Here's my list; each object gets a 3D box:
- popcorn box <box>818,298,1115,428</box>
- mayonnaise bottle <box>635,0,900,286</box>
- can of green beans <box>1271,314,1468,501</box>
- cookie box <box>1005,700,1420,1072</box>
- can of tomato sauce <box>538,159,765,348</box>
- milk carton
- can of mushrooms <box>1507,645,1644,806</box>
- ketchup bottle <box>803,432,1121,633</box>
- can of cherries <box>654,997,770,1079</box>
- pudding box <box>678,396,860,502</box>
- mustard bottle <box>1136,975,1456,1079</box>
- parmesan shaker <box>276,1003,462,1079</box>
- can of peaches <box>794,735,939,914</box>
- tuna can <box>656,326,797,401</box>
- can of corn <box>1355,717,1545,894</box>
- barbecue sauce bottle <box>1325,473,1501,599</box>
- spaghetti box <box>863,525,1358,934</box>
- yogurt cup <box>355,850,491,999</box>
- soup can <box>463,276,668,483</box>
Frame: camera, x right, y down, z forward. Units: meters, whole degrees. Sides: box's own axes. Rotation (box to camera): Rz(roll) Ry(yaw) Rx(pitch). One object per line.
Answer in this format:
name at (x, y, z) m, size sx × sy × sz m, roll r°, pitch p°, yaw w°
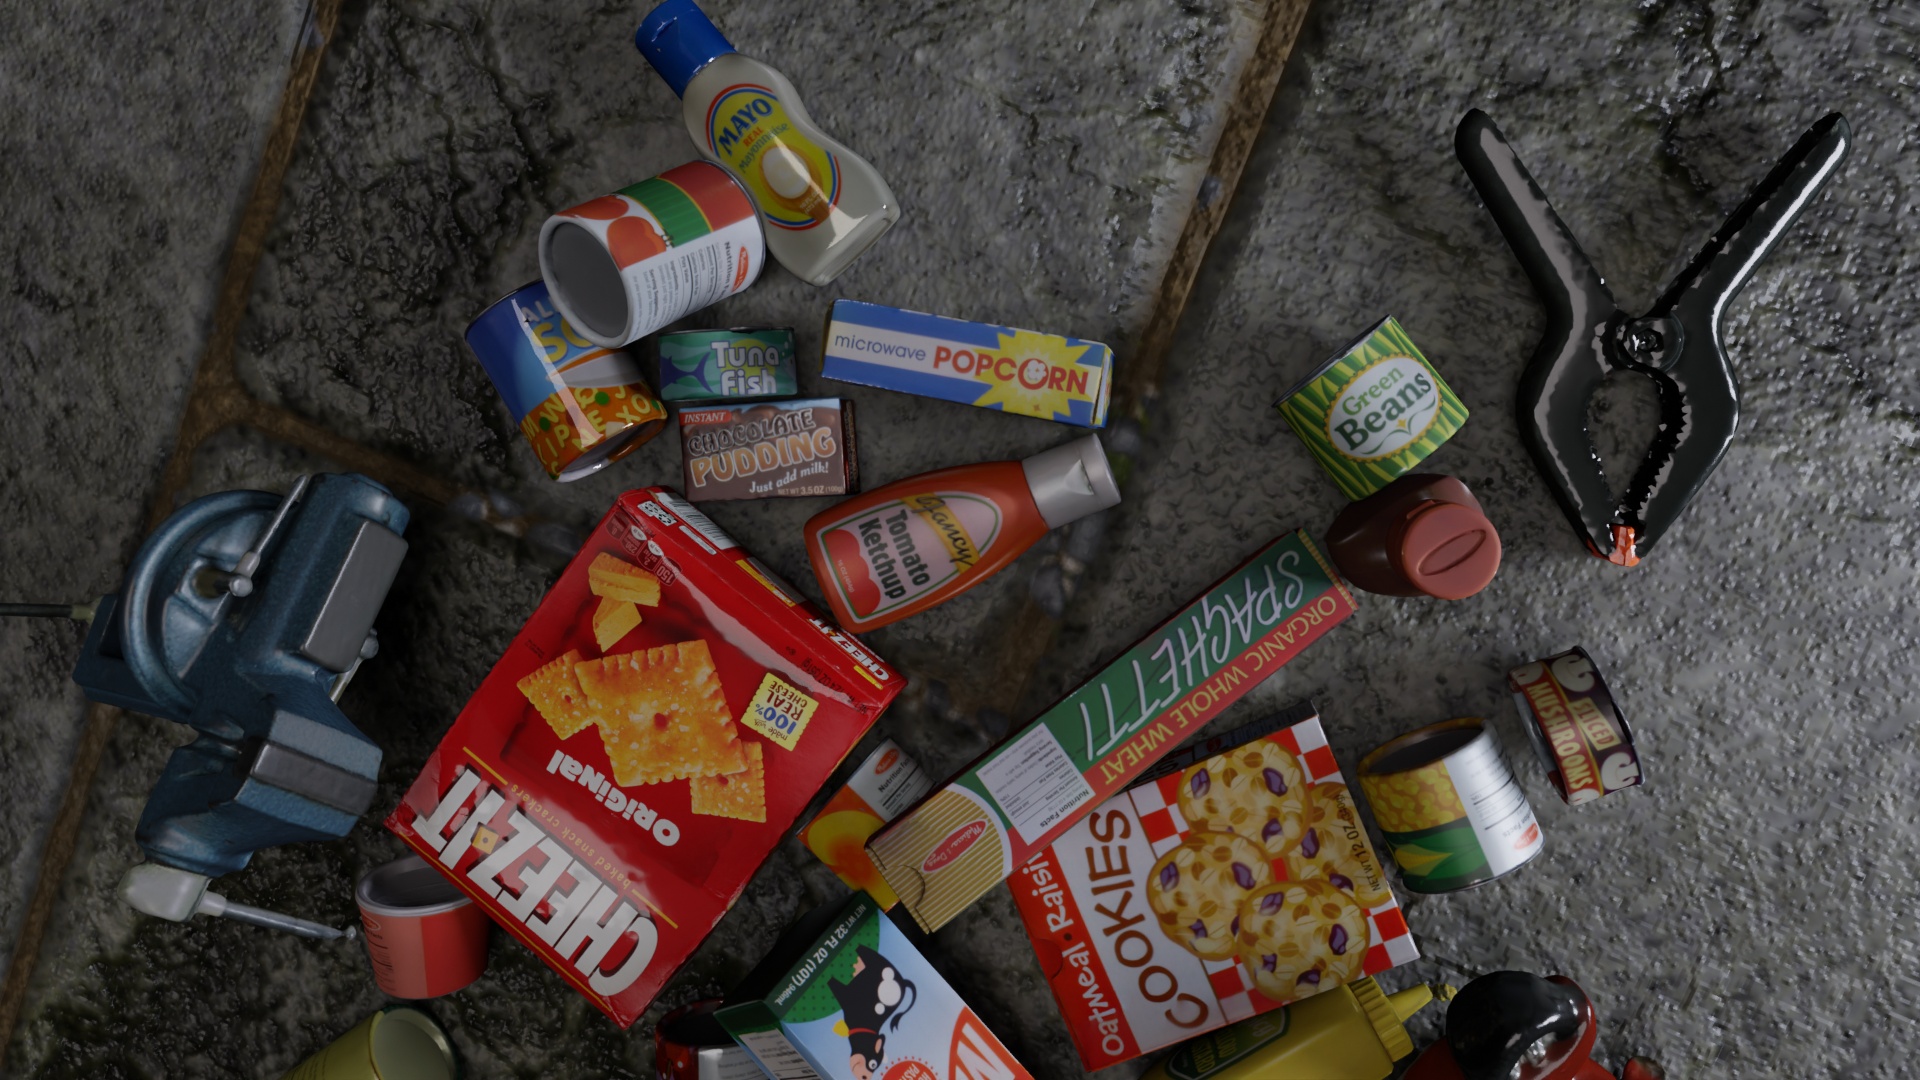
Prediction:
popcorn box at (0.006, -0.081, 0.644) m, size 0.127 × 0.085 × 0.038 m, roll 11°, pitch 95°, yaw 8°
mayonnaise bottle at (-0.098, -0.197, 0.675) m, size 0.064 × 0.041 × 0.148 m, roll -41°, pitch 88°, yaw 11°
can of green beans at (0.185, -0.059, 0.628) m, size 0.071 × 0.071 × 0.058 m, roll -39°, pitch 88°, yaw 9°
cookie box at (0.115, 0.166, 0.666) m, size 0.167 × 0.040 × 0.123 m, roll -23°, pitch 90°, yaw 10°
can of tomato sauce at (-0.146, -0.136, 0.654) m, size 0.071 × 0.083 × 0.070 m, roll 24°, pitch 132°, yaw 30°
milk carton at (-0.020, 0.265, 0.660) m, size 0.190 × 0.073 × 0.073 m, roll 49°, pitch 144°, yaw -2°
can of mushrooms at (0.275, 0.083, 0.621) m, size 0.033 × 0.071 × 0.071 m, roll -22°, pitch 91°, yaw 11°
ketchup bottle at (0.002, -0.008, 0.671) m, size 0.149 × 0.043 × 0.064 m, roll -22°, pitch 94°, yaw 9°
can of cherries at (-0.121, 0.269, 0.698) m, size 0.071 × 0.071 × 0.058 m, roll -2°, pitch 94°, yaw 9°
pudding box at (-0.094, -0.045, 0.690) m, size 0.084 × 0.030 × 0.049 m, roll -2°, pitch 93°, yaw 9°
mustard bottle at (0.159, 0.244, 0.656) m, size 0.160 × 0.065 × 0.049 m, roll -29°, pitch 90°, yaw 2°
parmesan shaker at (-0.322, 0.301, 0.728) m, size 0.103 × 0.071 × 0.071 m, roll -34°, pitch 88°, yaw 9°
can of peaches at (-0.038, 0.140, 0.677) m, size 0.058 × 0.071 × 0.071 m, roll 43°, pitch 99°, yaw 3°
tuna can at (-0.111, -0.085, 0.670) m, size 0.071 × 0.071 × 0.032 m, roll -3°, pitch 95°, yaw 9°
can of corn at (0.221, 0.121, 0.636) m, size 0.071 × 0.071 × 0.058 m, roll -24°, pitch 90°, yaw 10°
barbecue sauce bottle at (0.194, -0.001, 0.589) m, size 0.065 × 0.149 × 0.043 m, roll -32°, pitch 88°, yaw 10°
spaghetti box at (0.071, 0.085, 0.640) m, size 0.250 × 0.028 × 0.050 m, roll -36°, pitch 88°, yaw -7°
yogurt cup at (-0.274, 0.199, 0.718) m, size 0.072 × 0.072 × 0.053 m, roll 3°, pitch 103°, yaw 9°
soup can at (-0.191, -0.081, 0.683) m, size 0.071 × 0.071 × 0.084 m, roll -32°, pitch 89°, yaw 10°
